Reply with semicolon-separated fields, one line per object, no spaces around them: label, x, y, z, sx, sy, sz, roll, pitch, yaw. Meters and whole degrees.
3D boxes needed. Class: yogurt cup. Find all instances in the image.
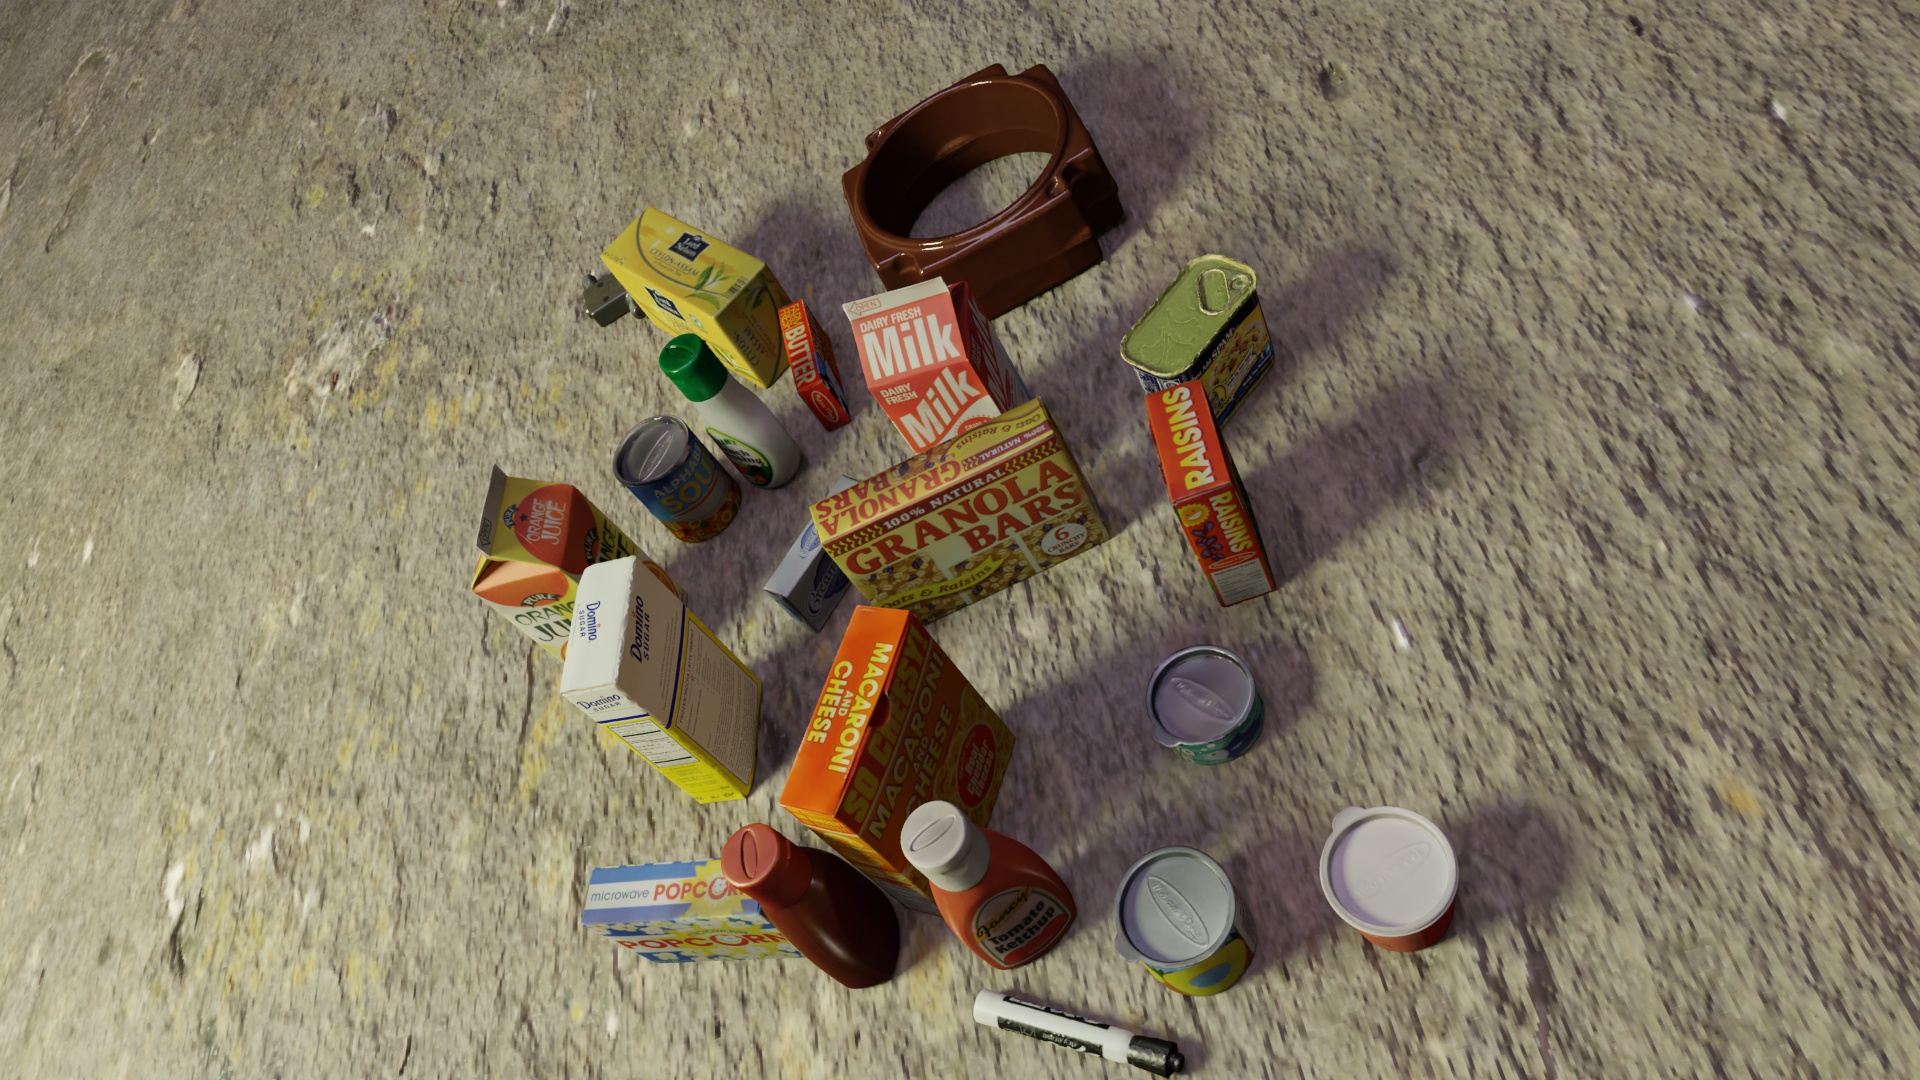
yogurt cup;0.226;0.180;0.722;0.072;0.053;0.073;-13;53;18

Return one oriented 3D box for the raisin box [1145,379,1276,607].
raisin box;0.154;-0.028;0.857;0.040;0.123;0.086;-18;52;14

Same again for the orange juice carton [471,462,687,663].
orange juice carton;-0.276;0.026;0.981;0.073;0.192;0.072;-14;53;17

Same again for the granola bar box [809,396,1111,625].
granola bar box;0.003;-0.012;0.917;0.165;0.123;0.039;-25;50;8

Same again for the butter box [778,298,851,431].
butter box;-0.117;-0.141;1.113;0.024;0.053;0.104;-25;50;9

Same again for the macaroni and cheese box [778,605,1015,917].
macaroni and cheese box;-0.029;0.131;0.805;0.040;0.166;0.124;5;60;28

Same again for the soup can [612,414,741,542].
soup can;-0.216;-0.046;1.073;0.071;0.083;0.072;-13;53;18

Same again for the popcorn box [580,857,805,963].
popcorn box;-0.155;0.227;0.851;0.126;0.085;0.038;-9;55;20

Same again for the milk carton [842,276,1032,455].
milk carton;-0.008;-0.107;0.946;0.072;0.190;0.074;-14;53;17

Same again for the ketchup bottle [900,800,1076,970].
ketchup bottle;0.013;0.186;0.758;0.065;0.148;0.044;-37;50;-2

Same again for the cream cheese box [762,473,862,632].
cream cheese box;-0.094;0.010;0.995;0.024;0.053;0.104;20;68;35

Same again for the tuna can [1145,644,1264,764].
tuna can;0.145;0.100;0.830;0.071;0.032;0.071;-13;53;18

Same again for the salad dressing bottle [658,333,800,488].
salad dressing bottle;-0.173;-0.097;1.047;0.064;0.147;0.044;18;67;34

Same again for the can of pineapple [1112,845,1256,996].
can of pineapple;0.120;0.207;0.751;0.071;0.057;0.071;-13;53;18

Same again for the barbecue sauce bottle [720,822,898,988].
barbecue sauce bottle;-0.084;0.205;0.792;0.043;0.148;0.065;-21;51;12
